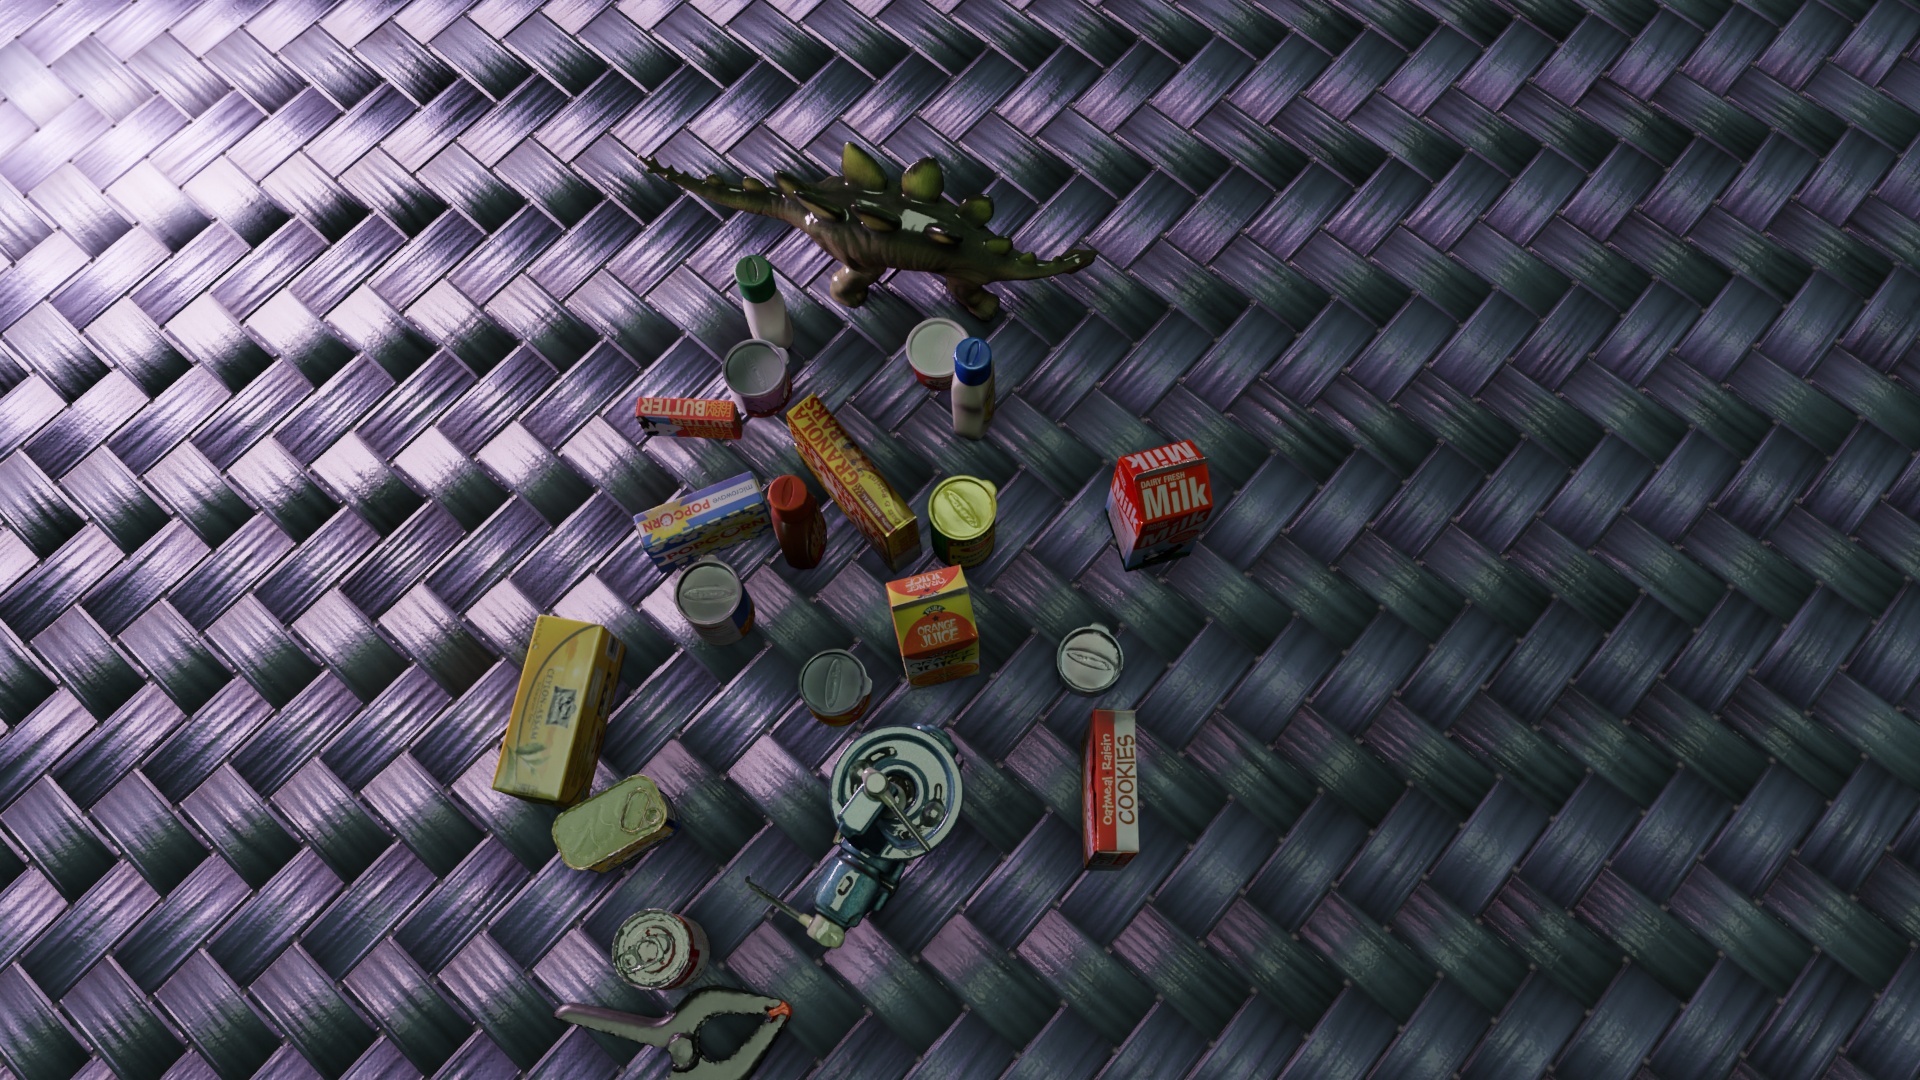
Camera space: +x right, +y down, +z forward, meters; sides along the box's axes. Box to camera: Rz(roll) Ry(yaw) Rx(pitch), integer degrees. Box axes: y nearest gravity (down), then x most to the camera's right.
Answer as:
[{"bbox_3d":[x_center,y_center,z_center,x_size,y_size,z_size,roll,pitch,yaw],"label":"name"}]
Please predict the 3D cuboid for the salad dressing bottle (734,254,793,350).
[{"bbox_3d":[-0.204,-0.244,1.438,0.044,0.147,0.064,-11,72,-3],"label":"salad dressing bottle"}]

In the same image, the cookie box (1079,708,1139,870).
[{"bbox_3d":[0.133,0.229,1.259,0.040,0.167,0.123,0,71,1],"label":"cookie box"}]

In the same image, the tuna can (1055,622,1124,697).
[{"bbox_3d":[0.127,0.118,1.369,0.071,0.032,0.071,0,71,1],"label":"tuna can"}]

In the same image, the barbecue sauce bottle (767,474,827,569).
[{"bbox_3d":[-0.160,-0.021,1.360,0.044,0.148,0.065,6,72,3],"label":"barbecue sauce bottle"}]

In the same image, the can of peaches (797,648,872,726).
[{"bbox_3d":[-0.119,0.144,1.350,0.071,0.058,0.071,0,71,1],"label":"can of peaches"}]

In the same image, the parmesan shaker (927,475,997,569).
[{"bbox_3d":[0.005,-0.017,1.380,0.071,0.102,0.071,0,71,1],"label":"parmesan shaker"}]

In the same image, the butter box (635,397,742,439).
[{"bbox_3d":[-0.282,-0.127,1.448,0.103,0.053,0.024,2,72,2],"label":"butter box"}]

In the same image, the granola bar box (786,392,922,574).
[{"bbox_3d":[-0.105,-0.054,1.383,0.039,0.124,0.166,-37,75,-11],"label":"granola bar box"}]

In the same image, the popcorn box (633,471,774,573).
[{"bbox_3d":[-0.255,-0.017,1.393,0.127,0.085,0.038,-22,72,-6],"label":"popcorn box"}]

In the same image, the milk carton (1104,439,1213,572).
[{"bbox_3d":[0.191,-0.038,1.338,0.072,0.190,0.073,-15,72,-4],"label":"milk carton"}]

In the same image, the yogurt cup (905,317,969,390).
[{"bbox_3d":[-0.022,-0.193,1.467,0.072,0.053,0.072,0,71,1],"label":"yogurt cup"}]

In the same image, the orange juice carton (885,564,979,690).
[{"bbox_3d":[-0.025,0.079,1.300,0.072,0.192,0.073,-13,72,-4],"label":"orange juice carton"}]

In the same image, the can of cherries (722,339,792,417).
[{"bbox_3d":[-0.210,-0.170,1.459,0.071,0.058,0.071,0,71,1],"label":"can of cherries"}]

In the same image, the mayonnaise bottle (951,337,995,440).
[{"bbox_3d":[0.013,-0.156,1.404,0.041,0.147,0.065,16,72,6],"label":"mayonnaise bottle"}]

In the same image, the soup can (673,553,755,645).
[{"bbox_3d":[-0.240,0.059,1.367,0.071,0.083,0.071,0,71,1],"label":"soup can"}]
